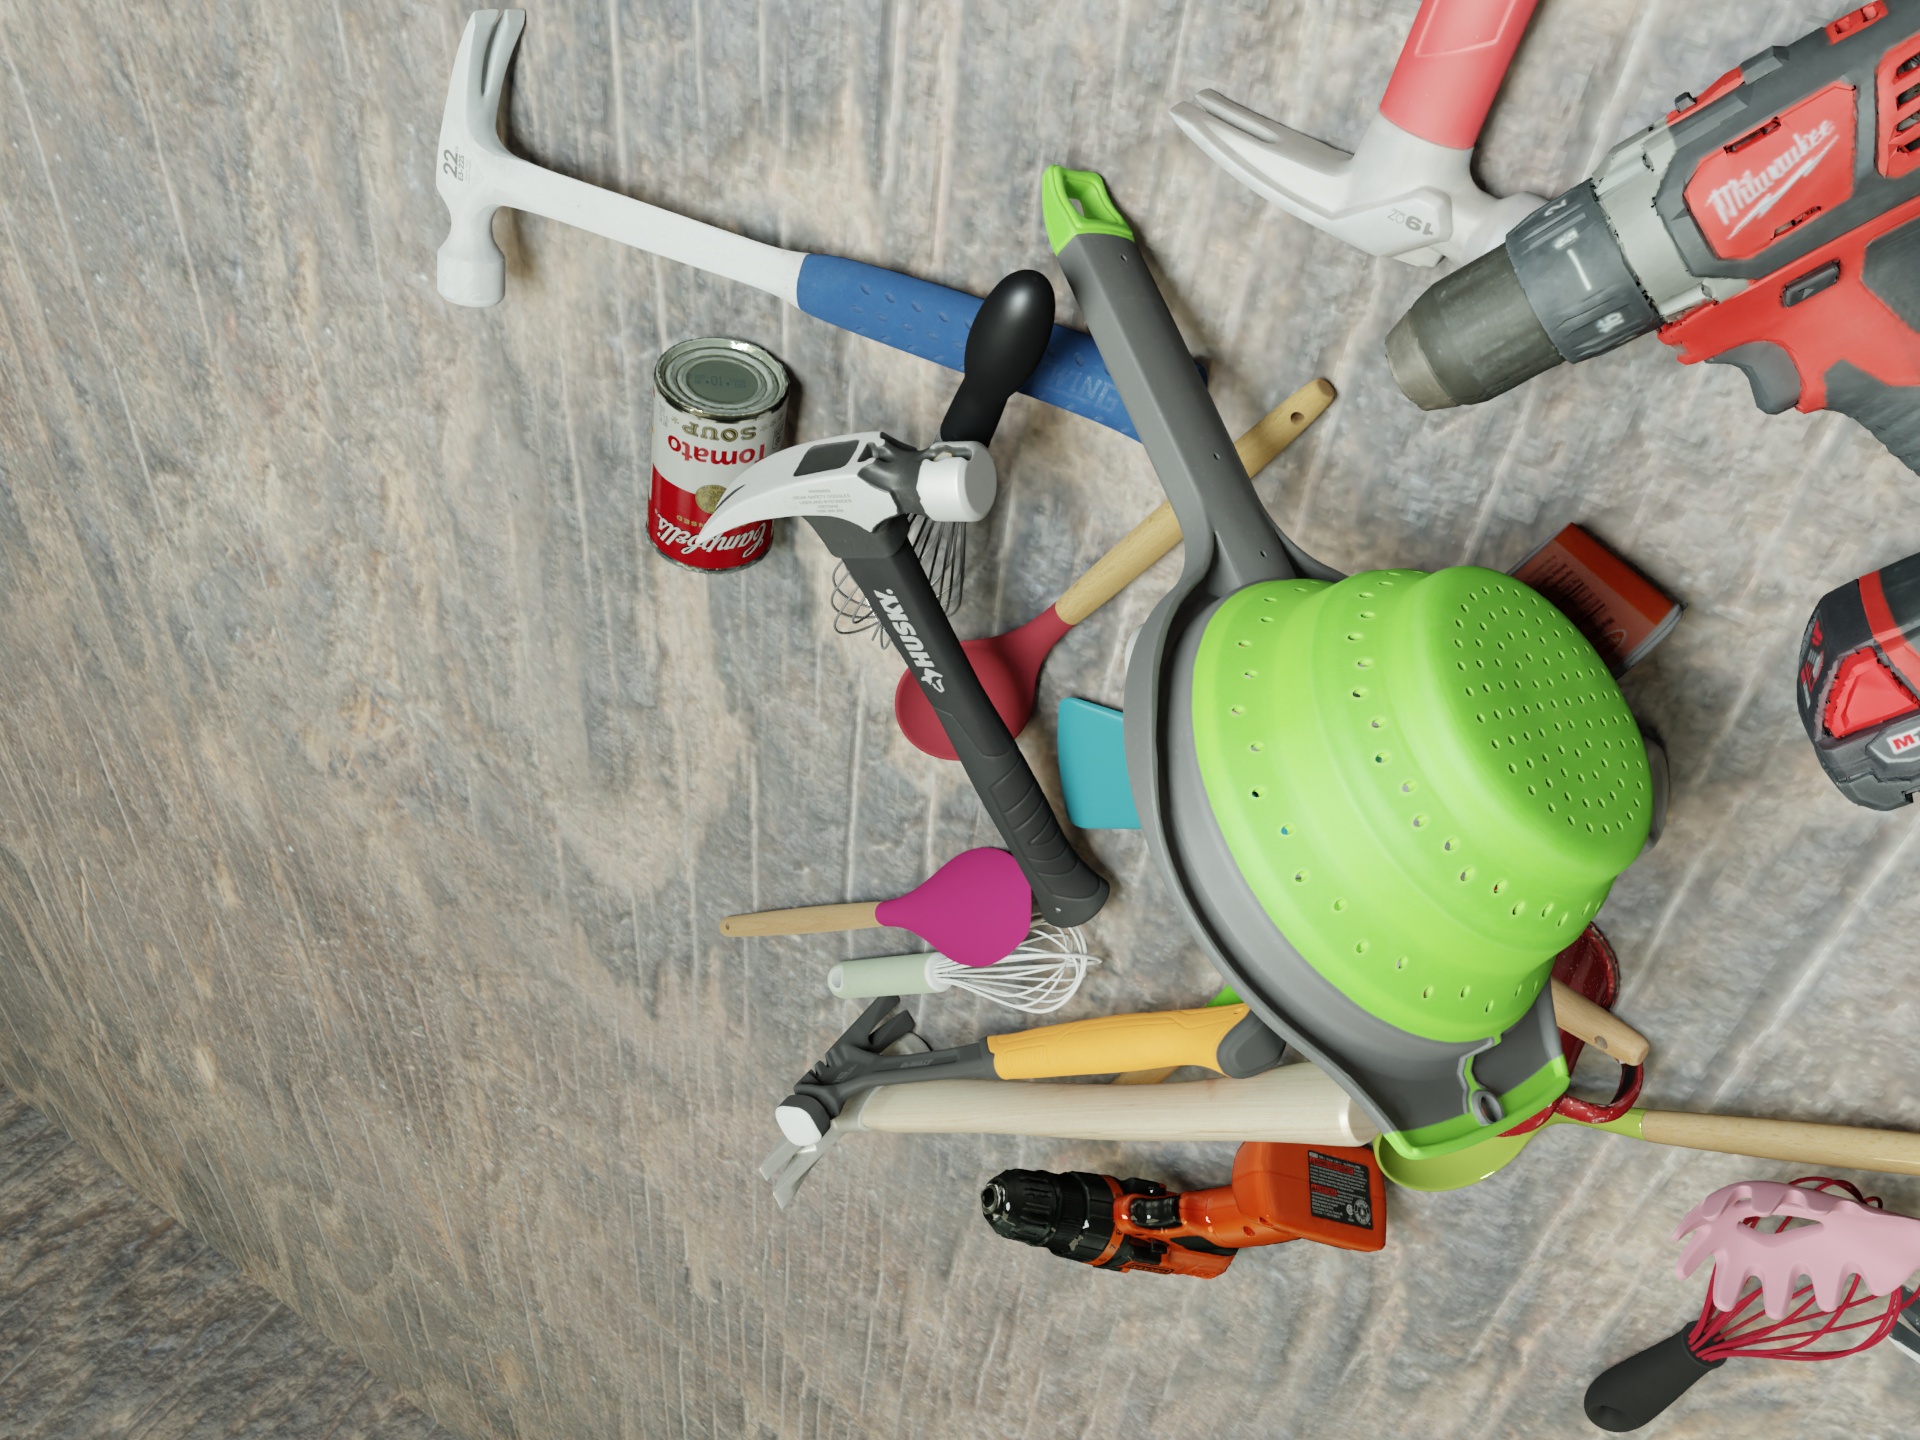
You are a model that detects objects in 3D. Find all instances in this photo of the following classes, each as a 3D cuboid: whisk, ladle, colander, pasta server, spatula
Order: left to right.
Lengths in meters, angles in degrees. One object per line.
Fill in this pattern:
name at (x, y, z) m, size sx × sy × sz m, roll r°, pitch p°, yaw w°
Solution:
whisk at (-0.007, -0.104, 0.706) m, size 0.070 × 0.070 × 0.284 m, roll 41°, pitch 153°, yaw 4°
whisk at (-0.007, 0.154, 0.980) m, size 0.246 × 0.059 × 0.058 m, roll -15°, pitch 69°, yaw 49°
ladle at (0.064, -0.064, 0.749) m, size 0.069 × 0.031 × 0.315 m, roll 35°, pitch 139°, yaw -13°
spatula at (0.164, 0.074, 0.730) m, size 0.318 × 0.044 × 0.082 m, roll 33°, pitch 139°, yaw 44°
colander at (0.132, -0.057, 0.557) m, size 0.094 × 0.204 × 0.397 m, roll -38°, pitch 67°, yaw 45°
ladle at (0.329, 0.193, 0.706) m, size 0.320 × 0.062 × 0.078 m, roll -7°, pitch 135°, yaw 47°
whisk at (0.375, 0.300, 0.782) m, size 0.073 × 0.073 × 0.295 m, roll 30°, pitch 144°, yaw 16°
pasta server at (0.442, 0.213, 0.601) m, size 0.316 × 0.040 × 0.060 m, roll -2°, pitch 119°, yaw 33°

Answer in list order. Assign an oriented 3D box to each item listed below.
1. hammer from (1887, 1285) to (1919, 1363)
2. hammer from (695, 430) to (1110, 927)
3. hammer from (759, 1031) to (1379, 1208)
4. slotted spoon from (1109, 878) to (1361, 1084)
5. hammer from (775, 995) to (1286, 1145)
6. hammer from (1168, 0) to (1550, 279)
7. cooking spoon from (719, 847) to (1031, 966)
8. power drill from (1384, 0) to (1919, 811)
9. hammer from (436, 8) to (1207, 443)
hammer at (0.482, 0.160, 0.591) m, size 0.149 × 0.036 × 0.408 m, roll 20°, pitch 134°, yaw 27°
hammer at (-0.001, -0.002, 0.769) m, size 0.146 × 0.035 × 0.334 m, roll 3°, pitch 142°, yaw 30°
hammer at (0.051, 0.227, 0.905) m, size 0.411 × 0.146 × 0.038 m, roll -14°, pitch 107°, yaw 46°
slotted spoon at (0.133, 0.178, 0.897) m, size 0.070 × 0.031 × 0.313 m, roll 42°, pitch 141°, yaw 7°
hammer at (0.041, 0.189, 0.919) m, size 0.337 × 0.127 × 0.034 m, roll -16°, pitch 108°, yaw 41°
hammer at (0.175, -0.311, 0.442) m, size 0.143 × 0.038 × 0.386 m, roll 33°, pitch 138°, yaw 16°
cooking spoon at (-0.064, 0.123, 1.001) m, size 0.319 × 0.017 × 0.069 m, roll -13°, pitch 73°, yaw 49°
power drill at (0.263, -0.087, 0.504) m, size 0.188 × 0.080 × 0.226 m, roll -27°, pitch 102°, yaw 32°
hammer at (-0.079, -0.209, 0.725) m, size 0.406 × 0.035 × 0.144 m, roll 23°, pitch 123°, yaw 19°
